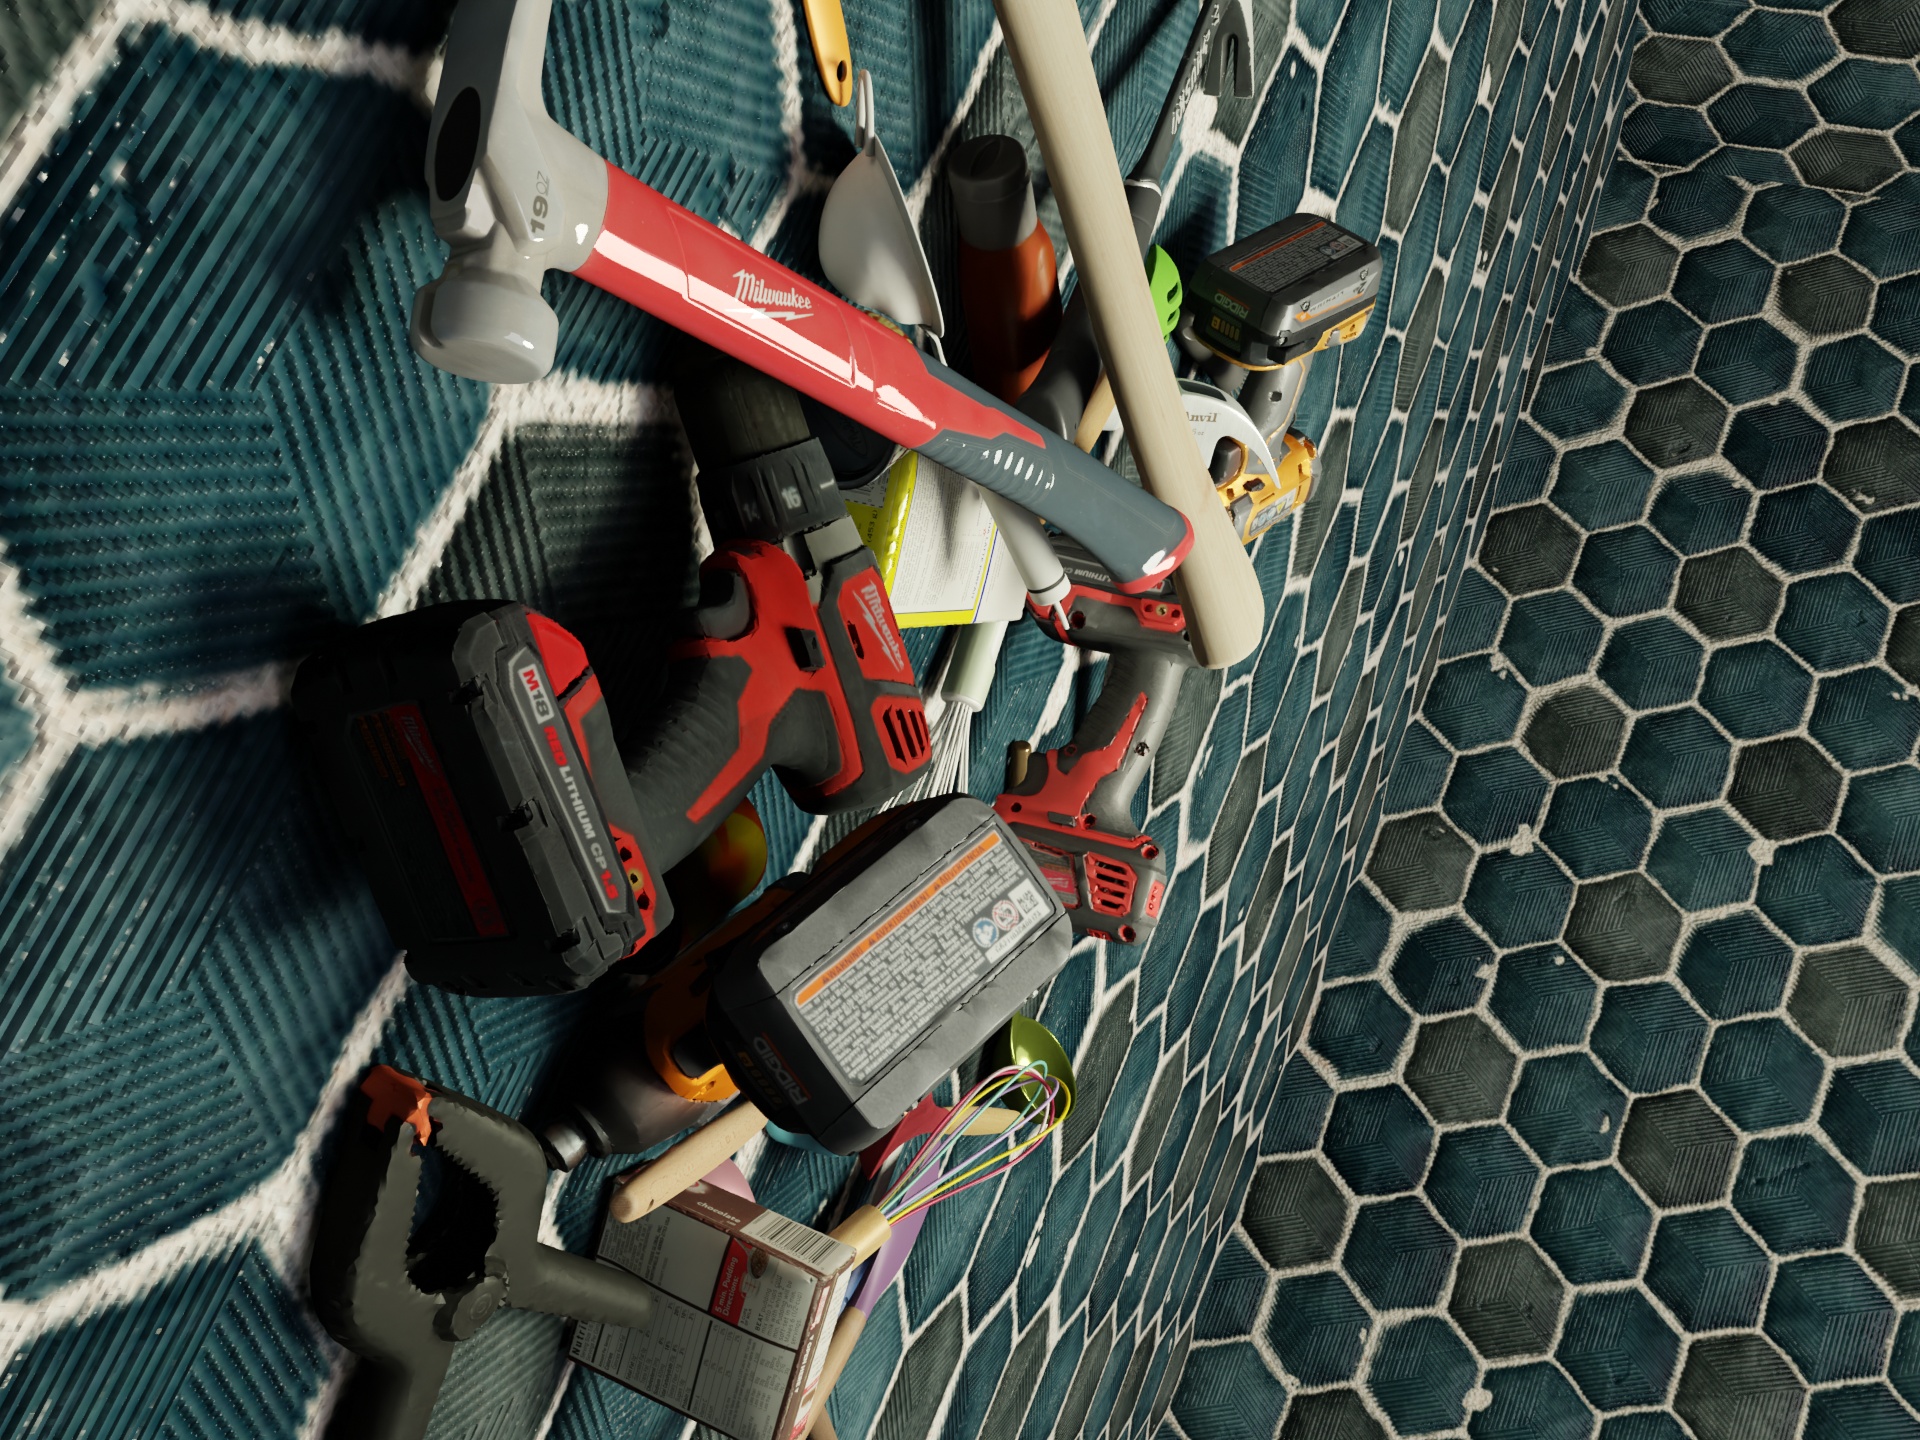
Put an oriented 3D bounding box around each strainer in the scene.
[{"bbox_3d":[-0.005,-0.140,0.673,0.258,0.050,0.087,61,1,-30],"label":"strainer"}]

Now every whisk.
[{"bbox_3d":[-0.001,-0.003,0.865,0.057,0.059,0.246,72,35,-74],"label":"whisk"},{"bbox_3d":[-0.026,0.252,0.838,0.245,0.047,0.051,-30,153,-39],"label":"whisk"},{"bbox_3d":[0.195,-0.247,1.140,0.238,0.055,0.055,22,86,-64],"label":"whisk"}]

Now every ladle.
[{"bbox_3d":[0.053,0.151,1.095,0.078,0.062,0.320,-72,164,-56],"label":"ladle"},{"bbox_3d":[-0.003,0.245,0.977,0.069,0.031,0.315,-58,159,-3],"label":"ladle"}]

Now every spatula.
[{"bbox_3d":[-0.094,0.194,0.752,0.317,0.044,0.082,19,93,-81],"label":"spatula"},{"bbox_3d":[-0.069,0.349,0.877,0.316,0.018,0.059,-50,148,-56],"label":"spatula"}]

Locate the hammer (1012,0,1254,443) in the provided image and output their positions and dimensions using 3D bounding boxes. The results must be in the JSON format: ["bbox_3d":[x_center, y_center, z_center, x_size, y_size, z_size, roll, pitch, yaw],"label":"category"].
[{"bbox_3d":[0.098,-0.283,0.828,0.149,0.036,0.409,74,32,-55],"label":"hammer"}]

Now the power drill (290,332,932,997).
[{"bbox_3d":[-0.102,-0.030,0.533,0.227,0.080,0.188,-35,111,-53],"label":"power drill"}]

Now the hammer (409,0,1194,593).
[{"bbox_3d":[-0.019,-0.133,0.576,0.386,0.038,0.143,17,77,-52],"label":"hammer"}]

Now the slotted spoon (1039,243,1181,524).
[{"bbox_3d":[0.080,-0.182,0.861,0.314,0.031,0.070,-62,161,-50],"label":"slotted spoon"}]

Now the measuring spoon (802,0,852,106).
[{"bbox_3d":[-0.051,-0.280,0.585,0.021,0.011,0.116,-58,154,-31],"label":"measuring spoon"}]

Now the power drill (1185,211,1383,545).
[{"bbox_3d":[0.182,-0.200,1.056,0.185,0.084,0.226,-33,148,-30],"label":"power drill"}]

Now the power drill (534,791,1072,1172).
[{"bbox_3d":[-0.073,0.112,0.606,0.164,0.084,0.226,-37,-175,-31],"label":"power drill"}]

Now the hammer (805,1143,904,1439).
[{"bbox_3d":[-0.059,0.306,0.974,0.405,0.035,0.144,-69,158,-8],"label":"hammer"}]

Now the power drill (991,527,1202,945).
[{"bbox_3d":[0.064,0.009,0.917,0.078,0.143,0.220,37,66,-71],"label":"power drill"}]

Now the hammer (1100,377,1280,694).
[{"bbox_3d":[0.120,-0.071,1.051,0.033,0.128,0.330,-105,-161,-50],"label":"hammer"}]

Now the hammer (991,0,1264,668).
[{"bbox_3d":[0.062,-0.195,0.701,0.146,0.038,0.410,-48,127,-39],"label":"hammer"}]

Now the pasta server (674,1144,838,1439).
[{"bbox_3d":[-0.105,0.328,0.852,0.060,0.040,0.315,-54,148,-36],"label":"pasta server"}]
